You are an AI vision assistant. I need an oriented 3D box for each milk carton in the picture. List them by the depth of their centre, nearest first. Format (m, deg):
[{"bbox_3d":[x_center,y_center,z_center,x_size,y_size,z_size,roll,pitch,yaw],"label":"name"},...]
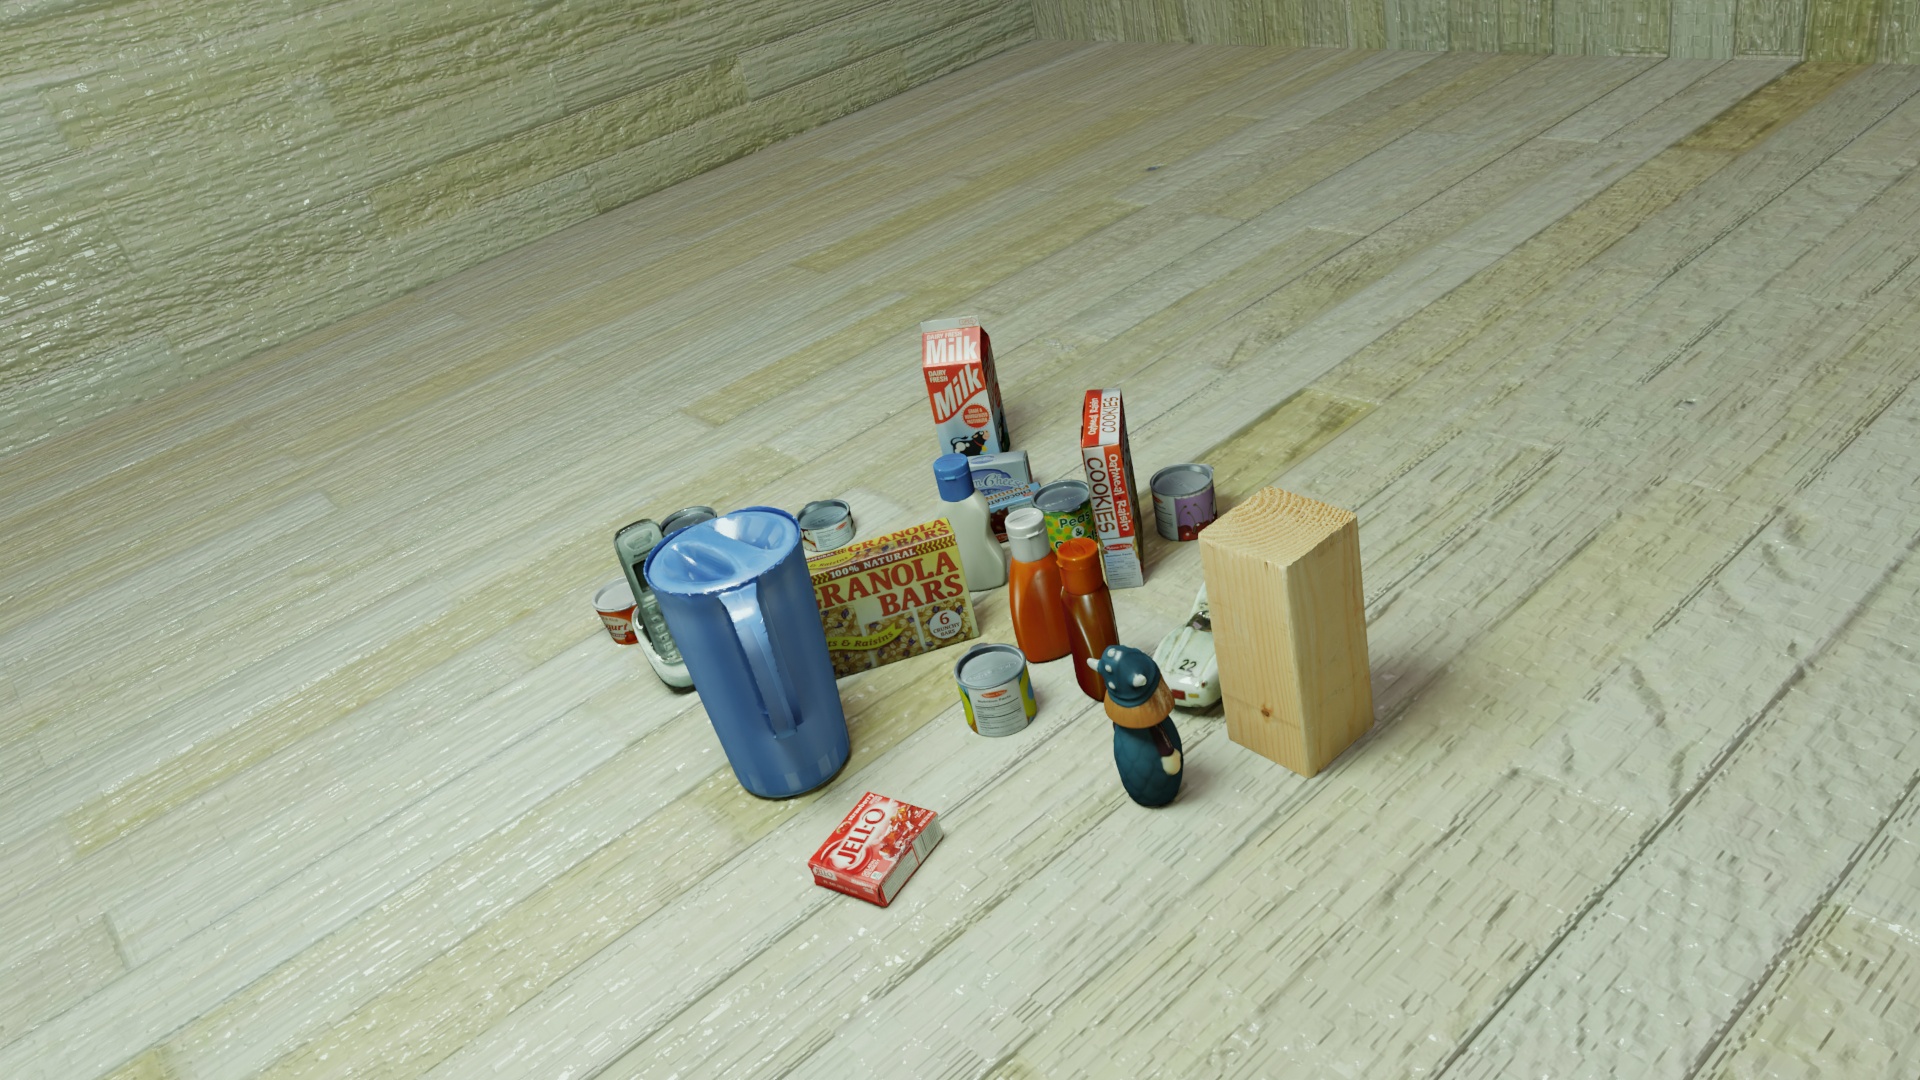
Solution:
[{"bbox_3d":[0.005,-0.176,1.650,0.072,0.189,0.074,-6,31,14],"label":"milk carton"}]

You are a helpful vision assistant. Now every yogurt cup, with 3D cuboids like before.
[{"bbox_3d":[-0.359,0.076,1.508,0.072,0.053,0.073,-10,30,6],"label":"yogurt cup"}]

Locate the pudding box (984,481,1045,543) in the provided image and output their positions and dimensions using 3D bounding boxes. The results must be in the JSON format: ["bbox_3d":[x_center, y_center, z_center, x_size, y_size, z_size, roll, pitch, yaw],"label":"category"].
[{"bbox_3d":[0.053,-0.028,1.522,0.084,0.049,0.030,-16,30,-4],"label":"pudding box"}]

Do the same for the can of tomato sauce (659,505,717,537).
[{"bbox_3d":[-0.292,0.013,1.559,0.071,0.082,0.071,-10,30,6],"label":"can of tomato sauce"}]

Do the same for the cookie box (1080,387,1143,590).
[{"bbox_3d":[0.154,-0.054,1.408,0.040,0.166,0.123,-7,31,11],"label":"cookie box"}]

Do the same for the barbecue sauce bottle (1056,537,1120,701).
[{"bbox_3d":[0.115,0.069,1.237,0.044,0.147,0.065,-19,30,-10],"label":"barbecue sauce bottle"}]

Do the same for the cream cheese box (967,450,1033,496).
[{"bbox_3d":[0.030,-0.071,1.599,0.104,0.053,0.024,-6,31,13],"label":"cream cheese box"}]

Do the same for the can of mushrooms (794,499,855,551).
[{"bbox_3d":[-0.157,-0.018,1.606,0.071,0.033,0.071,-10,30,6],"label":"can of mushrooms"}]

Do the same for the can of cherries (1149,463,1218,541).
[{"bbox_3d":[0.238,-0.041,1.461,0.071,0.058,0.072,-10,30,6],"label":"can of cherries"}]

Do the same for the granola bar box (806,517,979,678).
[{"bbox_3d":[-0.075,0.058,1.355,0.166,0.123,0.039,-16,30,-4],"label":"granola bar box"}]

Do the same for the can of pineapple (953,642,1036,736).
[{"bbox_3d":[0.032,0.134,1.252,0.071,0.057,0.071,-10,30,6],"label":"can of pineapple"}]

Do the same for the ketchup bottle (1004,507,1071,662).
[{"bbox_3d":[0.074,0.041,1.299,0.065,0.148,0.044,-20,30,-11],"label":"ketchup bottle"}]

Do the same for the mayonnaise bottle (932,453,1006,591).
[{"bbox_3d":[0.005,-0.018,1.427,0.065,0.147,0.041,-7,31,12],"label":"mayonnaise bottle"}]

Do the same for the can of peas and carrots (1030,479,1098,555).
[{"bbox_3d":[0.113,-0.023,1.481,0.071,0.058,0.071,-10,30,6],"label":"can of peas and carrots"}]
